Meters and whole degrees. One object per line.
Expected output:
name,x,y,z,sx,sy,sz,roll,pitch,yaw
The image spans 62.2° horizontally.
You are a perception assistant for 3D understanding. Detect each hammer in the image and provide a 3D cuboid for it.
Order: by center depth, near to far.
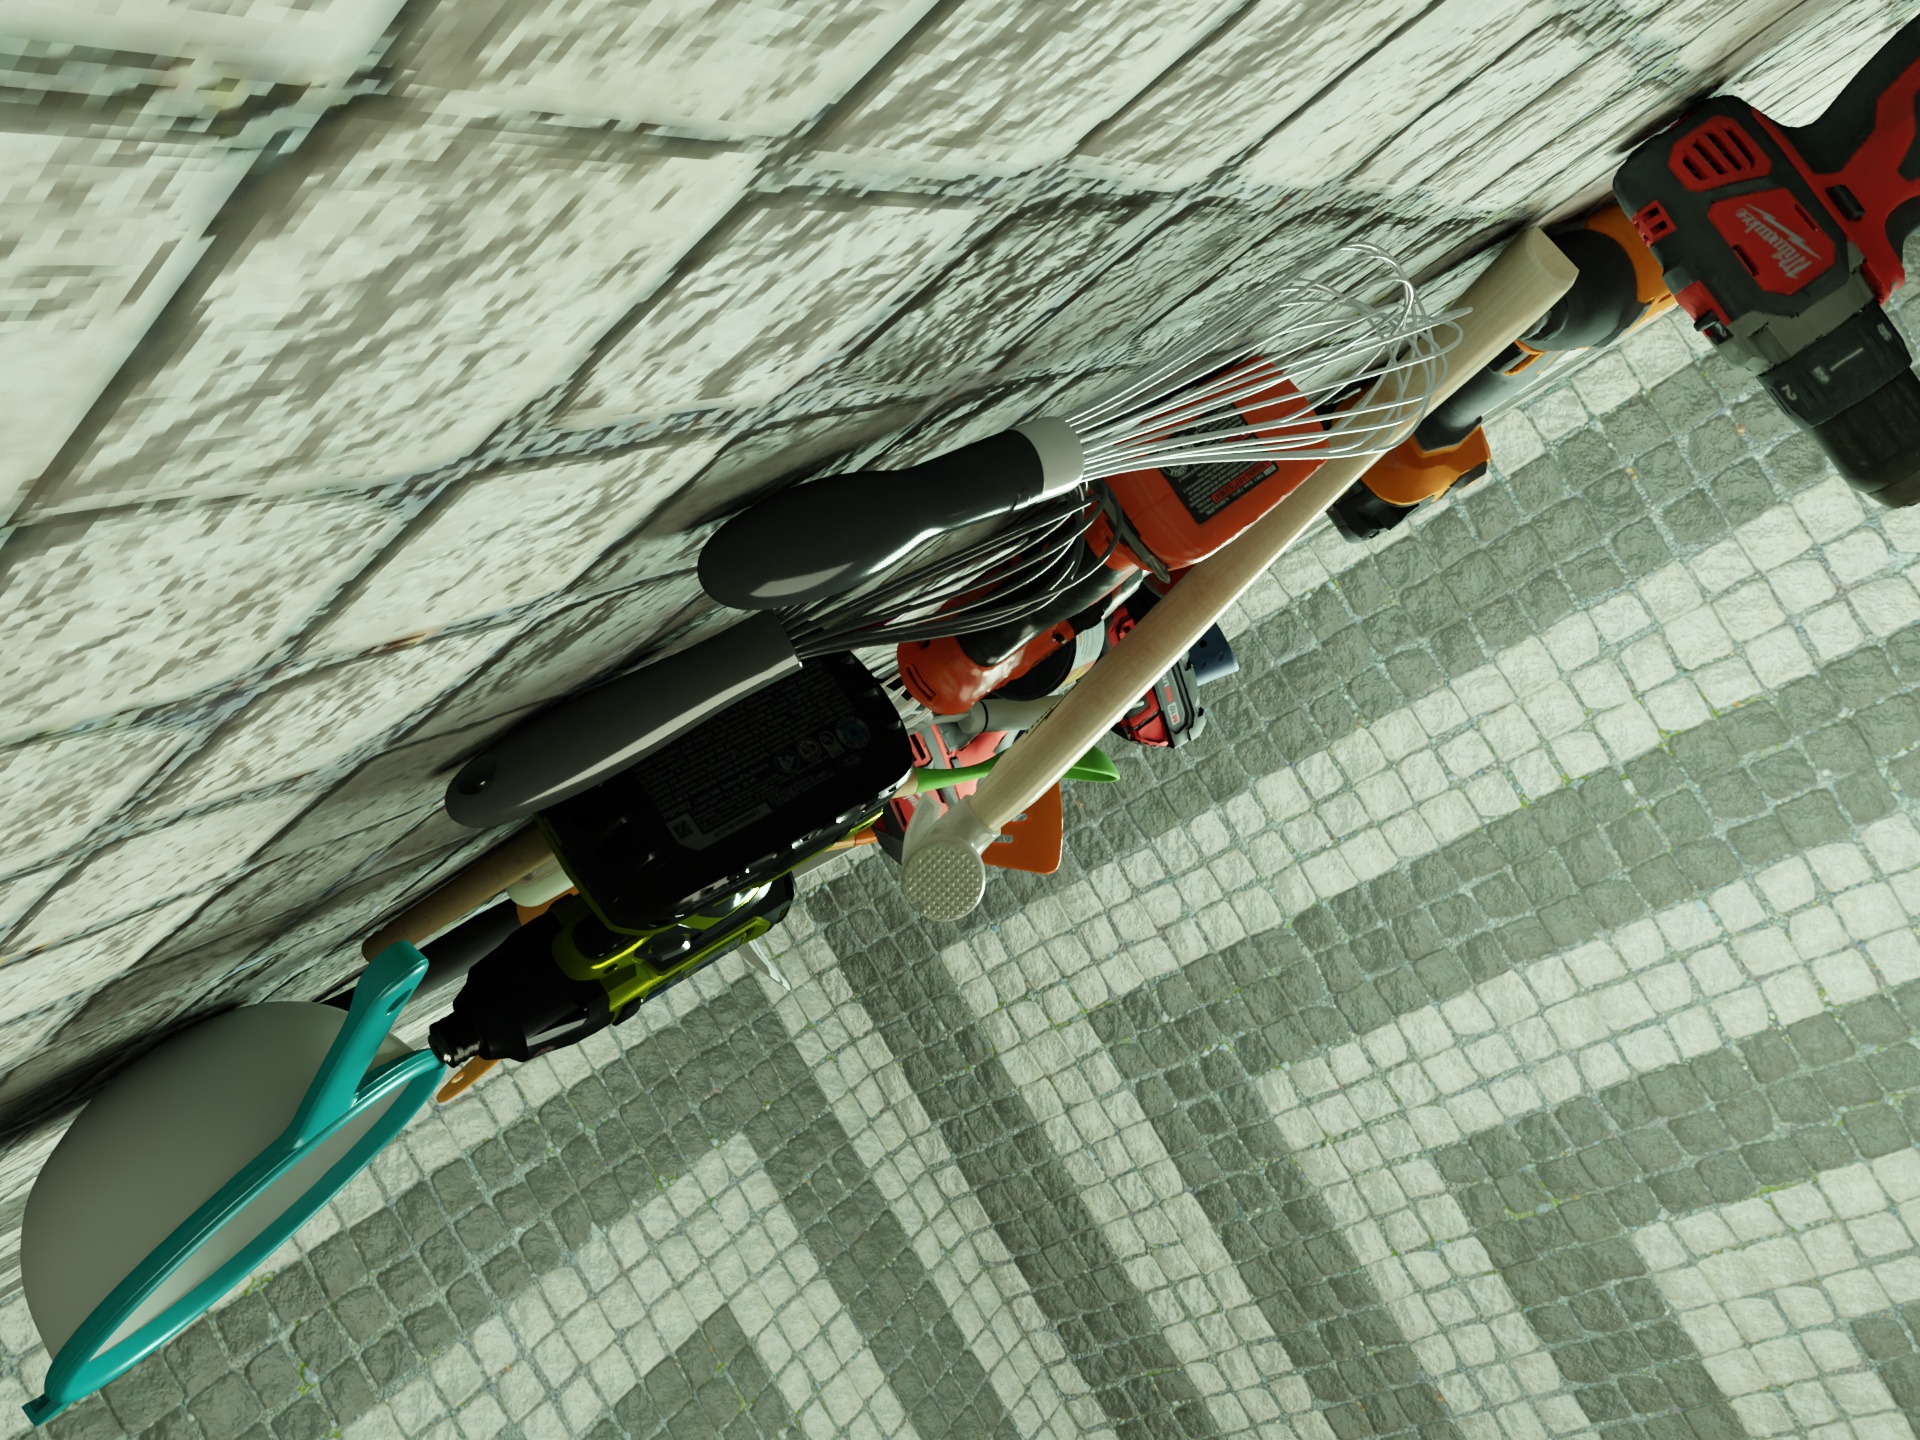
hammer,0.123,-0.071,0.756,0.410,0.038,0.146,-45,-173,7
hammer,-0.227,0.099,0.920,0.331,0.033,0.128,-30,173,-1
hammer,0.005,0.044,1.101,0.405,0.144,0.035,-27,149,3

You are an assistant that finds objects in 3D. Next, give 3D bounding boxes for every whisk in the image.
whisk,0.049,-0.086,0.467,0.284,0.070,0.070,-24,174,-30
whisk,-0.056,-0.023,0.514,0.239,0.055,0.055,-27,177,-4
whisk,-0.112,0.022,0.759,0.246,0.058,0.059,-30,143,4

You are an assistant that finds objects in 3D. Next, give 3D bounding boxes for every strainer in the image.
strainer,-0.318,0.163,0.695,0.340,0.095,0.211,-49,175,39
strainer,-0.001,-0.003,0.892,0.258,0.050,0.087,-4,165,-32

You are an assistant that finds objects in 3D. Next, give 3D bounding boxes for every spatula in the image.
spatula,-0.090,0.078,1.015,0.322,0.081,0.041,-7,-166,-20

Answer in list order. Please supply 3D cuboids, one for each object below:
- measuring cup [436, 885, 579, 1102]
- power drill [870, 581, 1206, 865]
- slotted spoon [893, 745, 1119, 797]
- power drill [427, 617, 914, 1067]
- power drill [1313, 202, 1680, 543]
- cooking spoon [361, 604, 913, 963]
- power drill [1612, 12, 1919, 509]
measuring cup,-0.209,0.112,0.796,0.095,0.052,0.174,-6,-148,48
power drill,0.035,0.006,0.983,0.219,0.143,0.079,-29,-147,-14
slotted spoon,-0.048,0.035,0.861,0.313,0.031,0.070,-6,180,-30
power drill,-0.121,0.063,0.635,0.171,0.080,0.223,-29,167,-35
power drill,0.281,-0.187,0.857,0.164,0.084,0.226,-28,172,-36
cooking spoon,-0.153,0.032,0.720,0.319,0.017,0.069,-32,-174,15
power drill,0.412,-0.216,0.656,0.226,0.188,0.080,-35,178,4
